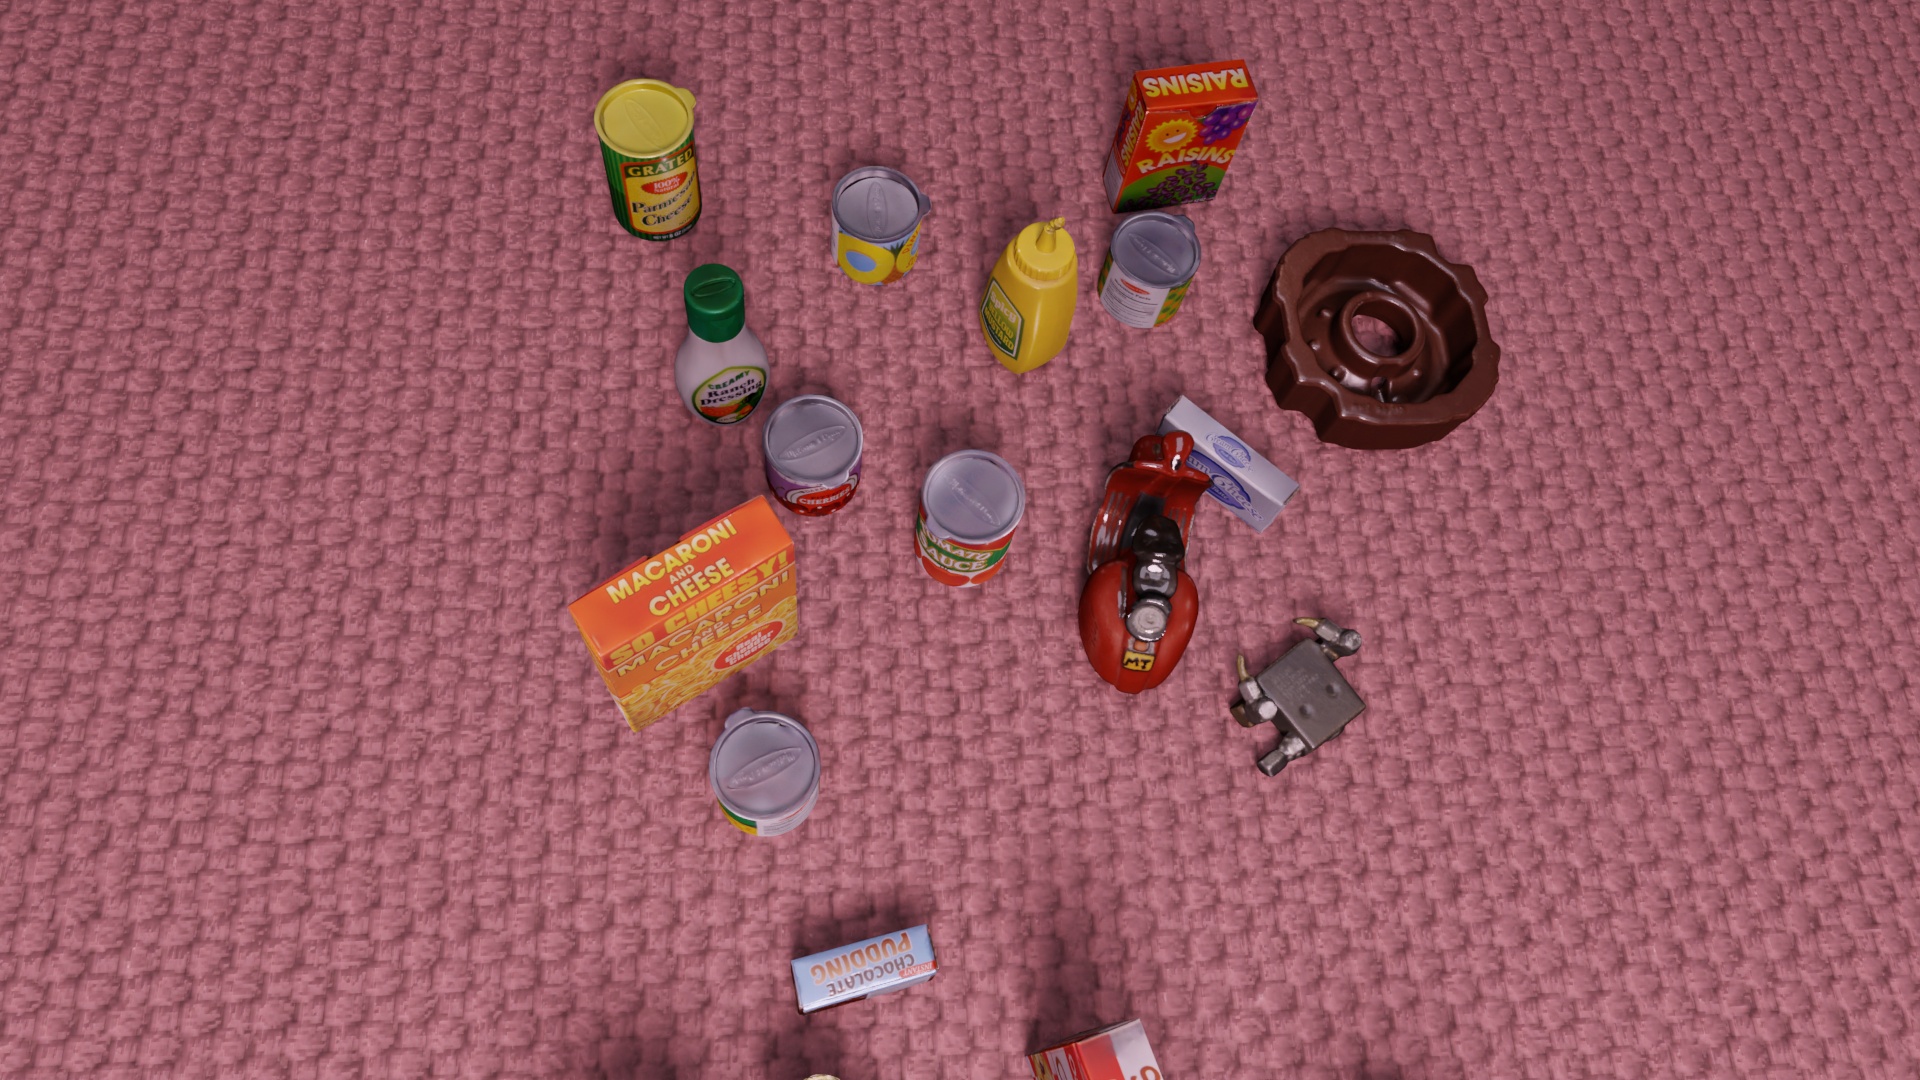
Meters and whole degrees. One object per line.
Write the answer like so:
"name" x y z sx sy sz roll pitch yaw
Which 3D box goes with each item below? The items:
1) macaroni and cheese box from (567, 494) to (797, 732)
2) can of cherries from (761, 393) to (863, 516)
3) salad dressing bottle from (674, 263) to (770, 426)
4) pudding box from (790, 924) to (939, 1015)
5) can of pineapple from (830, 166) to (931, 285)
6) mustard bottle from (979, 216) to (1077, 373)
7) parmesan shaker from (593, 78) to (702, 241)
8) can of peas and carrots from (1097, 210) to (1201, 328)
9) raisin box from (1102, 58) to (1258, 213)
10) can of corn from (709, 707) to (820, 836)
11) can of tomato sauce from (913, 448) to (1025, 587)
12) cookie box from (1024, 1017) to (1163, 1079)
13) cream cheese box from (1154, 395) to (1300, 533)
"macaroni and cheese box" -0.160 0.047 0.828 0.124 0.165 0.040 -32 74 -17
"can of cherries" -0.099 -0.054 0.935 0.071 0.058 0.072 2 67 -5
"salad dressing bottle" -0.158 -0.127 0.911 0.064 0.147 0.044 -20 71 -13
"pudding box" -0.057 0.253 0.816 0.084 0.049 0.030 -13 70 -11
"can of pineapple" -0.060 -0.228 1.013 0.071 0.057 0.071 2 67 -5
"mustard bottle" 0.049 -0.174 0.946 0.049 0.159 0.065 -30 74 -17
"parmesan shaker" -0.217 -0.269 0.988 0.071 0.102 0.071 2 68 -5
"can of peas and carrots" 0.139 -0.200 1.022 0.071 0.058 0.071 2 67 -5
"raisin box" 0.160 -0.297 1.030 0.086 0.123 0.040 -9 69 -10
"can of corn" -0.120 0.142 0.851 0.071 0.058 0.071 2 67 -5
"can of tomato sauce" 0.003 -0.011 0.915 0.071 0.082 0.071 2 68 -5
"cookie box" 0.084 0.325 0.738 0.040 0.166 0.123 -18 71 -13
"cream cheese box" 0.182 -0.052 0.968 0.104 0.053 0.024 39 69 10
